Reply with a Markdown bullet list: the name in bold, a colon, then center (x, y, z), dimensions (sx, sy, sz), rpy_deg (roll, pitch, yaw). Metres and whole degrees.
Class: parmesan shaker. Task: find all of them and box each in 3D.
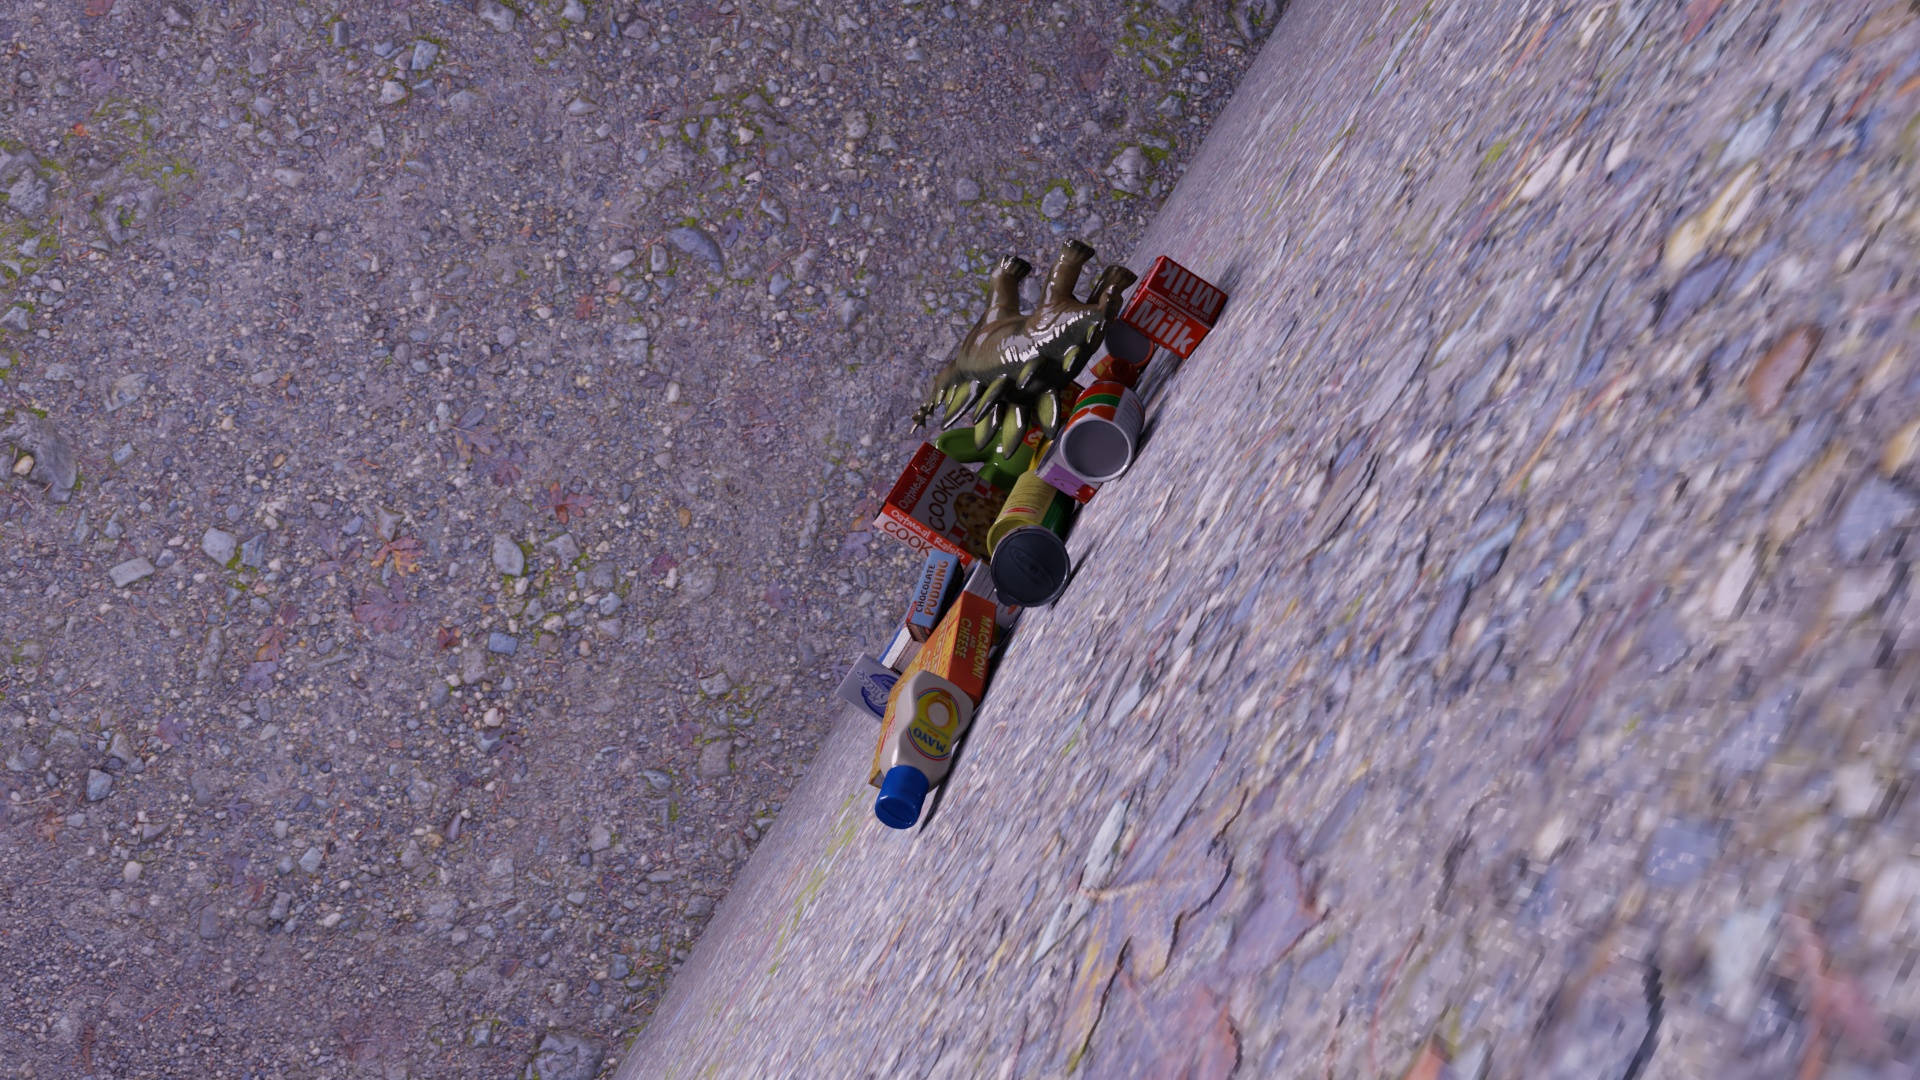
- **parmesan shaker**: center (0.074, -0.019, 1.368), dimensions (0.071, 0.071, 0.103), rpy_deg (-56, 2, 35)

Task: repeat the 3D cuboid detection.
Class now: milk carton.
- **milk carton**: center (0.202, -0.225, 1.338), dimensions (0.073, 0.072, 0.191), rpy_deg (-58, 2, 10)

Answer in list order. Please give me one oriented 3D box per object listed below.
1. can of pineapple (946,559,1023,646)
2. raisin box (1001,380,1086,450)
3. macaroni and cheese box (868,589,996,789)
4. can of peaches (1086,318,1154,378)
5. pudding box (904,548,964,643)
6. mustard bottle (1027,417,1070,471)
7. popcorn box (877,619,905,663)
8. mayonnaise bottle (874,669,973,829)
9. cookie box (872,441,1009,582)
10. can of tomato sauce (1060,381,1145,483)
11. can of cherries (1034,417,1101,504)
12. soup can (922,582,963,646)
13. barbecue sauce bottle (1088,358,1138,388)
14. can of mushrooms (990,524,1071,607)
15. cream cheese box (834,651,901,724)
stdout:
- **can of pineapple**: center (0.026, 0.060, 1.345), dimensions (0.071, 0.058, 0.071), rpy_deg (-57, 3, 4)
- **raisin box**: center (0.104, -0.141, 1.553), dimensions (0.086, 0.123, 0.040), rpy_deg (-56, 3, 18)
- **macaroni and cheese box**: center (-0.025, 0.144, 1.298), dimensions (0.165, 0.040, 0.124), rpy_deg (-54, 16, 39)
- **can of peaches**: center (0.187, -0.222, 1.612), dimensions (0.071, 0.071, 0.058), rpy_deg (-58, 6, -19)
- **pudding box**: center (-0.025, 0.056, 1.366), dimensions (0.049, 0.030, 0.084), rpy_deg (73, -146, -61)
- **mustard bottle**: center (0.099, -0.068, 1.469), dimensions (0.049, 0.065, 0.159), rpy_deg (-64, 2, -33)
- **popcorn box**: center (-0.043, 0.125, 1.641), dimensions (0.085, 0.038, 0.126), rpy_deg (8, -60, -55)
- **mayonnaise bottle**: center (-0.034, 0.173, 1.143), dimensions (0.041, 0.065, 0.149), rpy_deg (-51, 10, 35)
- **cookie box**: center (0.005, -0.018, 1.451), dimensions (0.040, 0.167, 0.123), rpy_deg (-55, 4, 39)
- **can of tomato sauce**: center (0.127, -0.097, 1.250), dimensions (0.071, 0.071, 0.083), rpy_deg (-56, 4, 30)
- **can of cherries**: center (0.114, -0.077, 1.357), dimensions (0.071, 0.058, 0.071), rpy_deg (-58, 3, 5)
- **soup can**: center (-0.003, 0.087, 1.433), dimensions (0.071, 0.071, 0.083), rpy_deg (-58, 3, -19)
- **barbecue sauce bottle**: center (0.157, -0.154, 1.607), dimensions (0.065, 0.043, 0.147), rpy_deg (-55, 1, -37)
- **can of mushrooms**: center (0.057, 0.022, 1.155), dimensions (0.071, 0.071, 0.033), rpy_deg (-57, 2, 8)
- **cream cheese box**: center (-0.072, 0.164, 1.430), dimensions (0.053, 0.104, 0.024), rpy_deg (-57, -2, -6)
